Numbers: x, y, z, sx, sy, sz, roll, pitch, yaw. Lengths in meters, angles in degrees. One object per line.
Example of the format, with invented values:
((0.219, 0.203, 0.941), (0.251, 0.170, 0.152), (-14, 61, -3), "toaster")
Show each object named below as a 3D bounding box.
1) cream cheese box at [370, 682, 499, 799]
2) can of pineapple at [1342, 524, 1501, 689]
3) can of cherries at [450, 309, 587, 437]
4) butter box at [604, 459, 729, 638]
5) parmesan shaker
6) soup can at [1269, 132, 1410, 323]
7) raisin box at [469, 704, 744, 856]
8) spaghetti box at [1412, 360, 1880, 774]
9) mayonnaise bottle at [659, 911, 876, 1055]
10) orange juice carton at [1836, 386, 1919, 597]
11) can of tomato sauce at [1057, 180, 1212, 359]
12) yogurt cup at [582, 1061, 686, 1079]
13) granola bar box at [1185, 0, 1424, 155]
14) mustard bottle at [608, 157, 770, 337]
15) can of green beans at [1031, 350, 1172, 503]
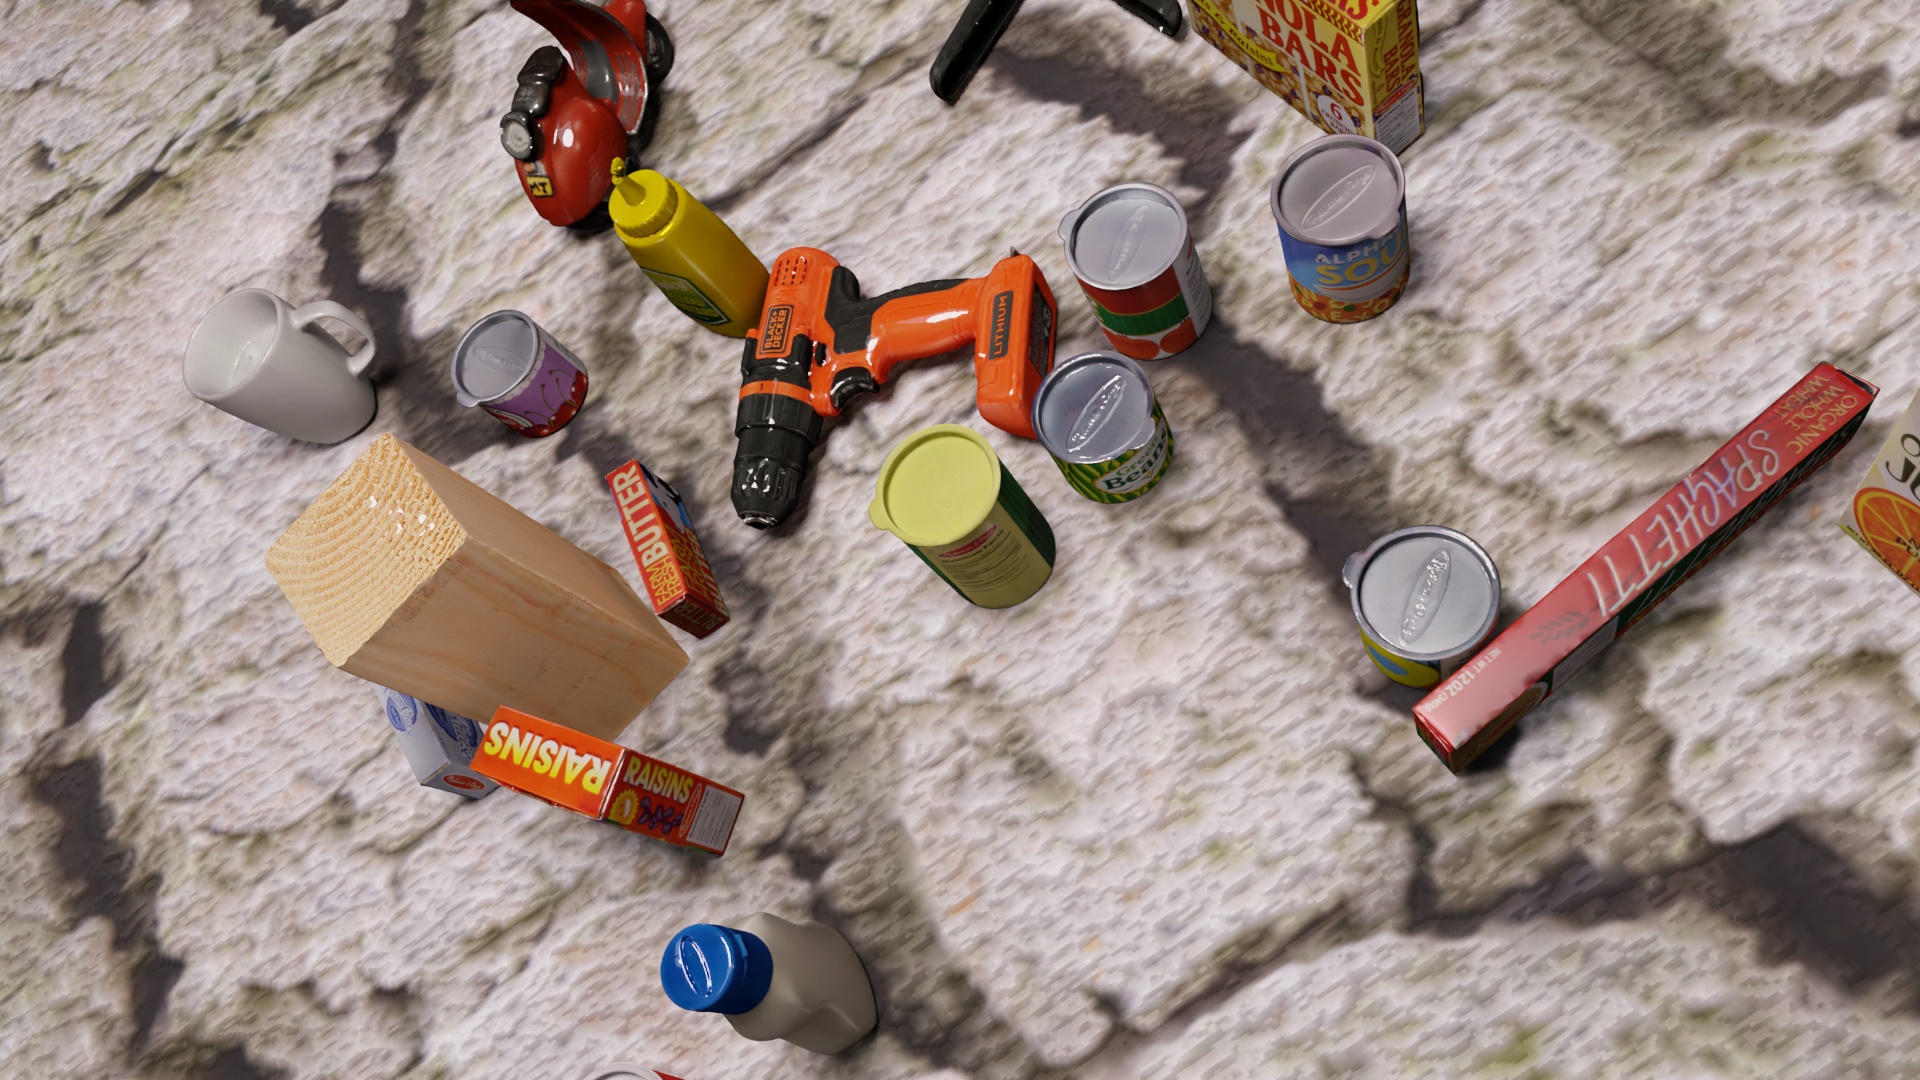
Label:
((-0.317, 0.107, 0.833), (0.024, 0.053, 0.104), (-40, 61, 2), "cream cheese box")
((0.221, 0.032, 0.663), (0.071, 0.057, 0.071), (-7, 67, 18), "can of pineapple")
((-0.289, -0.106, 0.908), (0.071, 0.058, 0.072), (-7, 67, 18), "can of cherries")
((-0.174, 0.005, 0.822), (0.024, 0.053, 0.104), (-31, 62, 7), "butter box")
((0.003, -0.009, 0.735), (0.071, 0.103, 0.071), (-7, 67, 18), "parmesan shaker")
((0.204, -0.161, 0.734), (0.071, 0.083, 0.071), (-7, 67, 18), "soup can")
((-0.183, 0.129, 0.735), (0.086, 0.123, 0.040), (14, 75, 25), "raisin box")
((0.313, 0.014, 0.641), (0.250, 0.050, 0.029), (-41, 61, 1), "spaghetti box")
((-0.089, 0.206, 0.654), (0.041, 0.147, 0.065), (-34, 62, 5), "mayonnaise bottle")
((0.419, -0.037, 0.541), (0.073, 0.192, 0.072), (-37, 61, 3), "orange juice carton")
((0.098, -0.147, 0.768), (0.071, 0.083, 0.071), (-7, 67, 18), "can of tomato sauce")
((-0.159, 0.298, 0.695), (0.072, 0.054, 0.072), (-7, 67, 18), "yogurt cup")
((0.185, -0.297, 0.774), (0.039, 0.124, 0.166), (-40, 61, 1), "granola bar box")
((-0.170, -0.179, 0.836), (0.065, 0.160, 0.049), (17, 76, 25), "mustard bottle")
((0.078, -0.060, 0.754), (0.071, 0.057, 0.071), (-7, 67, 18), "can of green beans")
